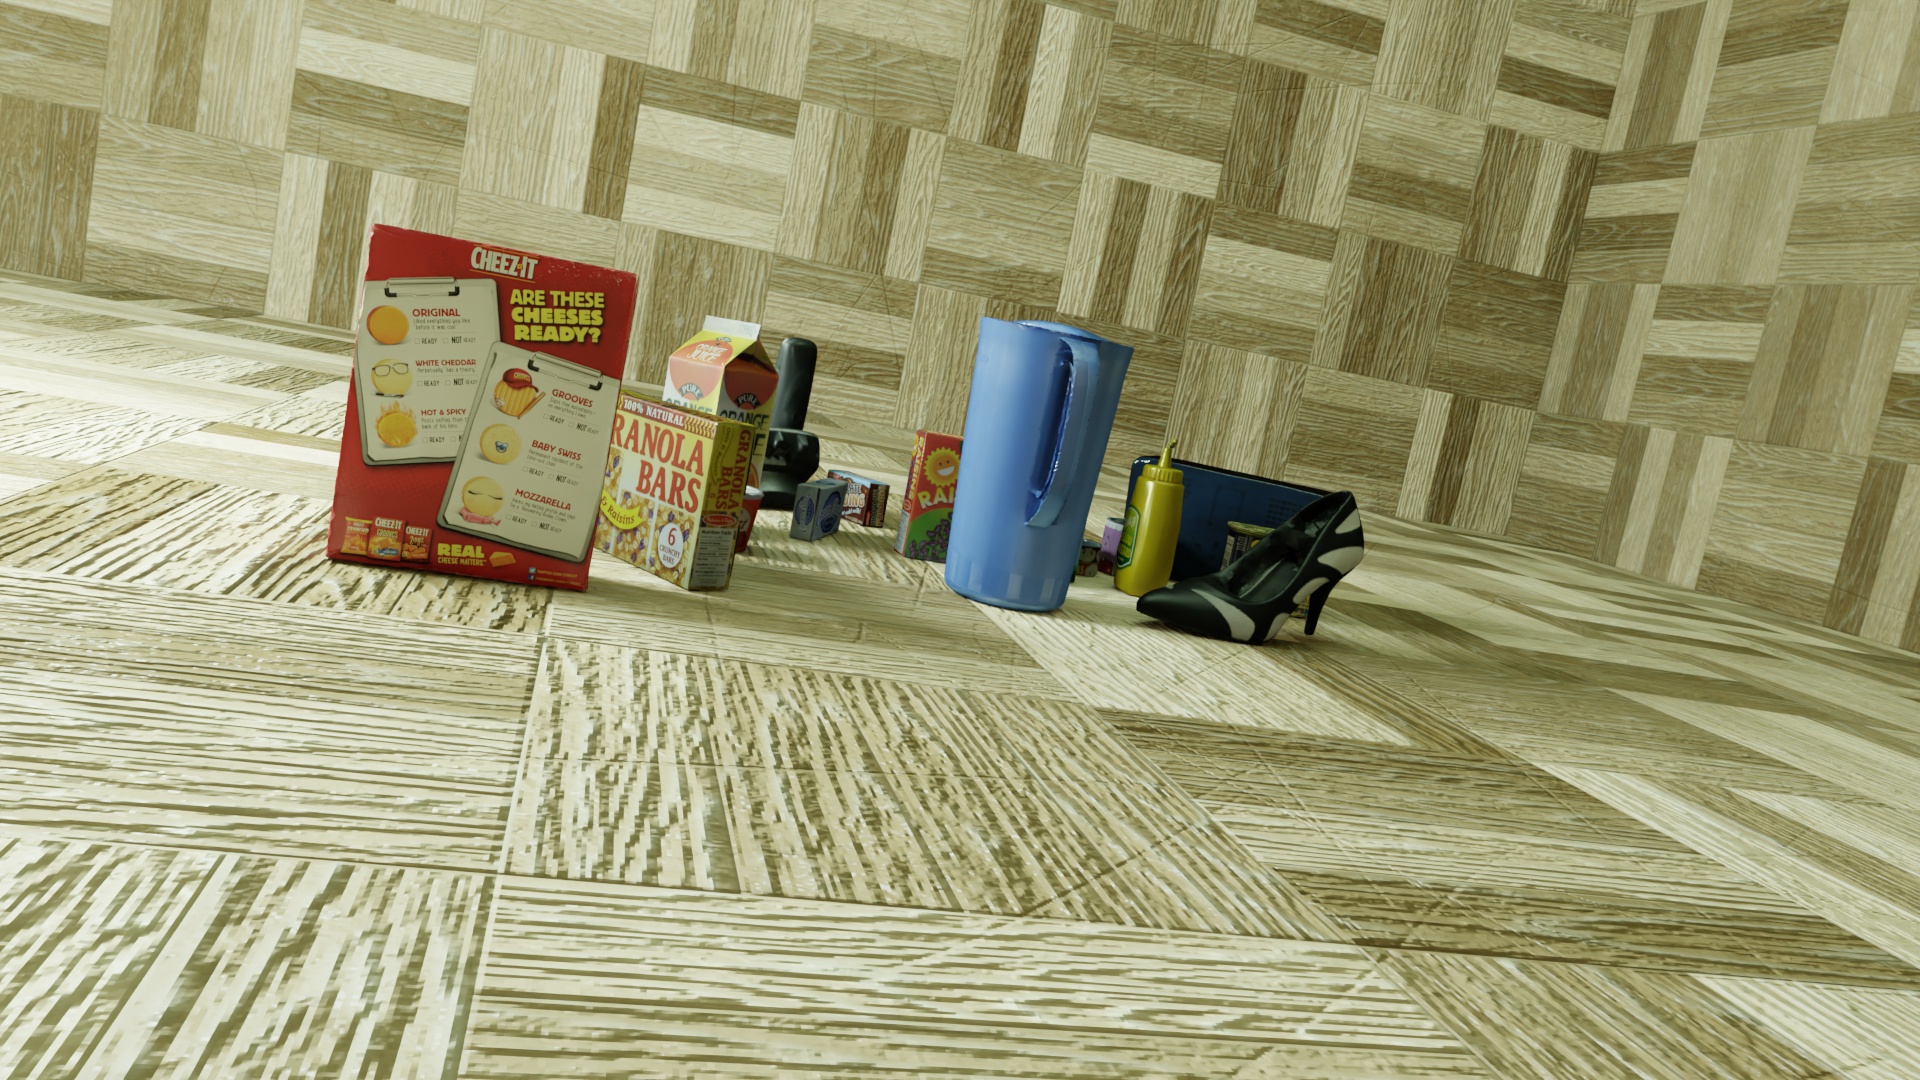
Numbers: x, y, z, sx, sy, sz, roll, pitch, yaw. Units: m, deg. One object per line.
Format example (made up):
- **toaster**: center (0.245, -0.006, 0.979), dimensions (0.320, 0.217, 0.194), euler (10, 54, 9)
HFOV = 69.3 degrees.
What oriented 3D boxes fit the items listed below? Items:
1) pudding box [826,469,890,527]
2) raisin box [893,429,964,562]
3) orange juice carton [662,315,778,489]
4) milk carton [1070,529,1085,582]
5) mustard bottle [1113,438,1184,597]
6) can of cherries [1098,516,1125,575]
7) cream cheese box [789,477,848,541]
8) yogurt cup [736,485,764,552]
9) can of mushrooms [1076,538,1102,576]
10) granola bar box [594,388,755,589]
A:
- **pudding box**: center (-0.115, -0.047, 1.522), dimensions (0.030, 0.049, 0.084), euler (5, 10, -40)
- **raisin box**: center (-0.010, -0.041, 1.353), dimensions (0.086, 0.123, 0.040), euler (9, 7, -16)
- **orange juice carton**: center (-0.224, -0.106, 1.266), dimensions (0.072, 0.192, 0.073), euler (16, 9, 35)
- **milk carton**: center (0.082, -0.059, 1.367), dimensions (0.073, 0.190, 0.072), euler (5, 9, -41)
- **mustard bottle**: center (0.191, -0.024, 1.382), dimensions (0.049, 0.160, 0.065), euler (9, 7, -15)
- **can of cherries**: center (0.185, 0.009, 1.508), dimensions (0.071, 0.058, 0.071), euler (11, 7, -1)
- **cream cheese box**: center (-0.138, -0.031, 1.362), dimensions (0.024, 0.053, 0.104), euler (12, 8, 9)
- **yogurt cup**: center (-0.207, -0.022, 1.191), dimensions (0.072, 0.054, 0.072), euler (11, 7, -1)
- **can of mushrooms**: center (0.114, 0.015, 1.461), dimensions (0.071, 0.033, 0.071), euler (11, 8, -1)
- **granola bar box**: center (-0.225, -0.042, 1.050), dimensions (0.039, 0.124, 0.165), euler (4, 10, -45)
